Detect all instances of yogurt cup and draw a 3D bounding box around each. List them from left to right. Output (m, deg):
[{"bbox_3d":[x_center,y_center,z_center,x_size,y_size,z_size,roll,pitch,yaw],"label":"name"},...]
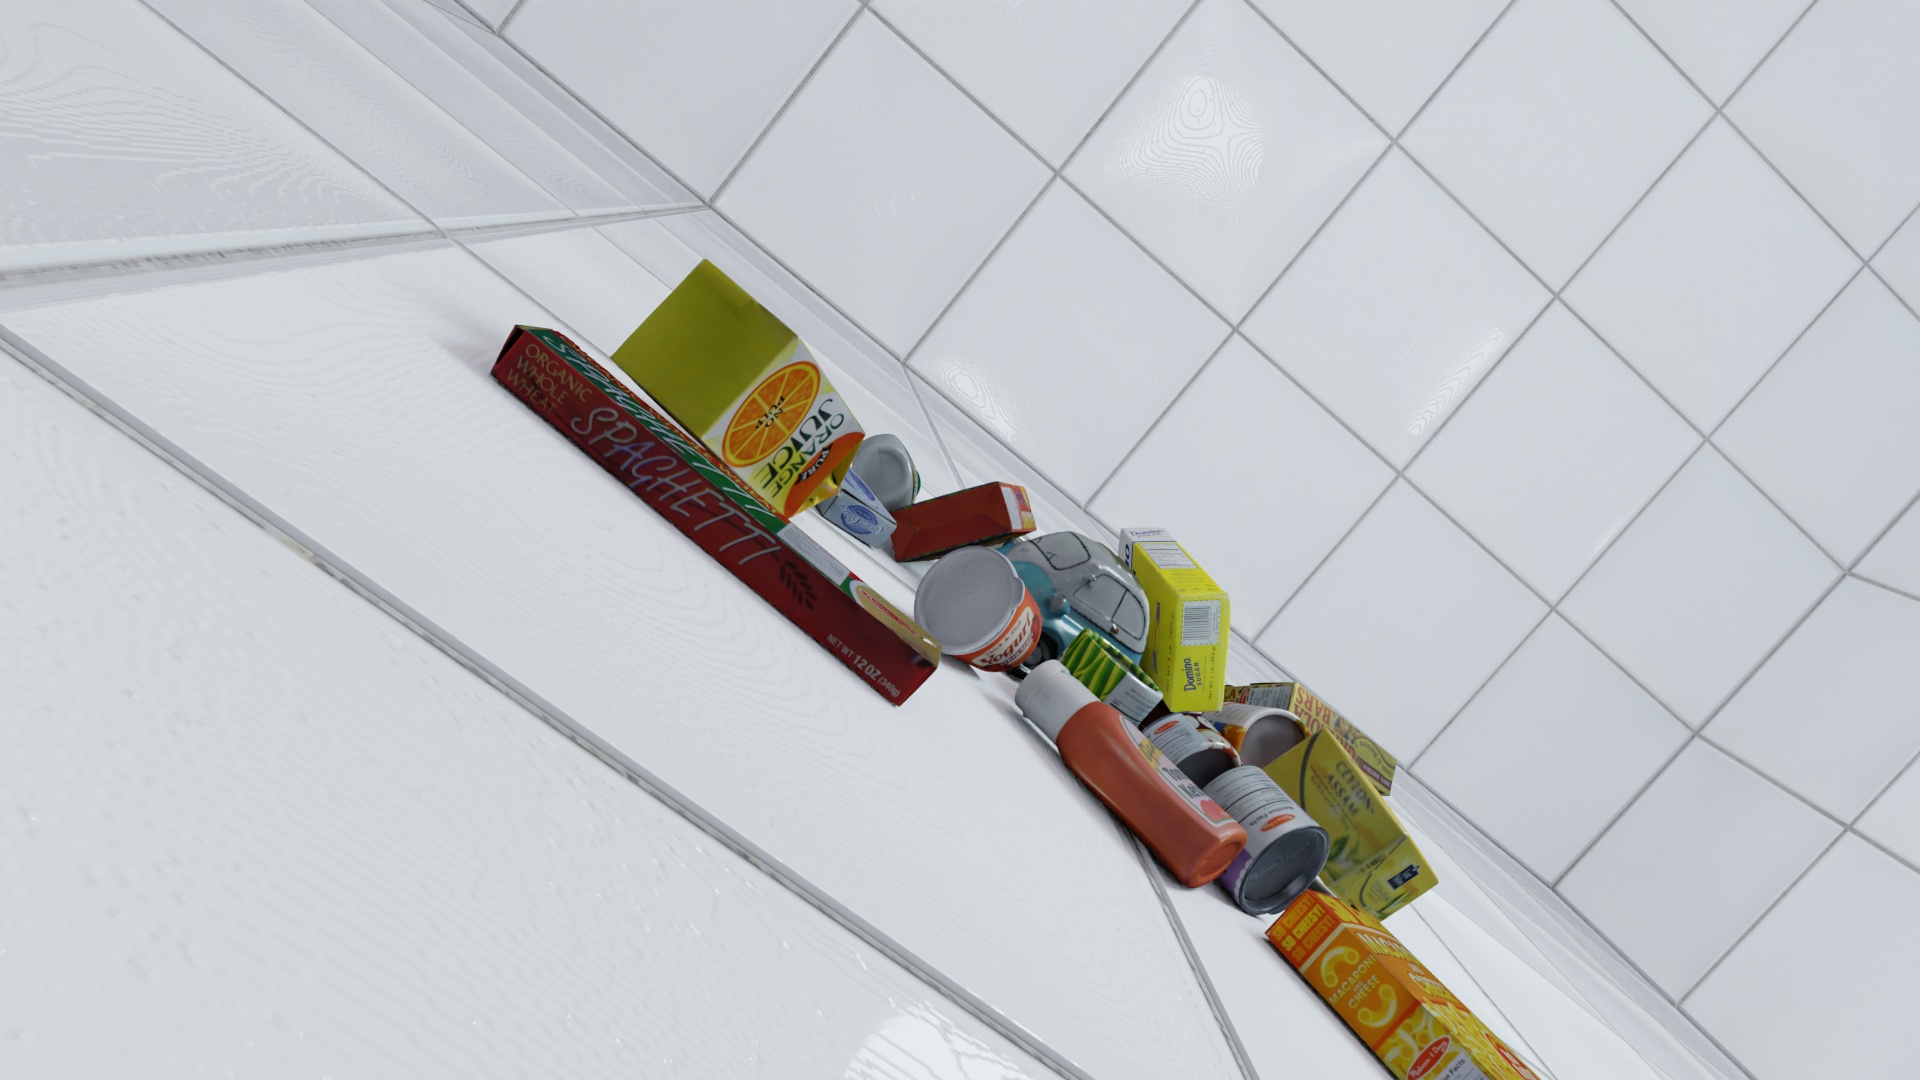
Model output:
[{"bbox_3d":[0.013,0.044,0.824,0.072,0.072,0.054,45,1,38],"label":"yogurt cup"}]

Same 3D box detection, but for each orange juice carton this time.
[{"bbox_3d":[-0.113,-0.073,0.780,0.072,0.073,0.192,41,-5,17],"label":"orange juice carton"}]

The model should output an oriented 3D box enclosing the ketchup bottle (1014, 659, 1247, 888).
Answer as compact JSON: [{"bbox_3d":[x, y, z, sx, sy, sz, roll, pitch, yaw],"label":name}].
[{"bbox_3d":[0.091,0.128,0.781,0.149,0.043,0.064,43,8,28],"label":"ketchup bottle"}]

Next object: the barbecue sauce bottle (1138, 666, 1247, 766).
[{"bbox_3d":[0.164,0.145,1.041,0.064,0.043,0.149,44,4,-30],"label":"barbecue sauce bottle"}]

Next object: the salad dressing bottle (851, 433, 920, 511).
[{"bbox_3d":[-0.054,-0.049,1.088,0.147,0.044,0.064,6,72,-88],"label":"salad dressing bottle"}]

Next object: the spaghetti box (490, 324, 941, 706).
[{"bbox_3d":[-0.113,-0.014,0.663,0.250,0.028,0.050,39,7,-3],"label":"spaghetti box"}]

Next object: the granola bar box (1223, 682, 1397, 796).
[{"bbox_3d":[0.296,0.181,1.260,0.165,0.039,0.124,35,-28,-32],"label":"granola bar box"}]

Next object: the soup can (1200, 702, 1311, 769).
[{"bbox_3d":[0.224,0.163,1.071,0.071,0.071,0.083,39,-12,-9],"label":"soup can"}]

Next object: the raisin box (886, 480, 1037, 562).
[{"bbox_3d":[0.004,-0.013,1.010,0.123,0.086,0.040,-3,77,-79],"label":"raisin box"}]

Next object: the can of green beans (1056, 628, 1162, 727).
[{"bbox_3d":[0.084,0.097,0.872,0.071,0.057,0.071,39,7,-5],"label":"can of green beans"}]

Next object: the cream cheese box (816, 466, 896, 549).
[{"bbox_3d":[-0.085,-0.036,0.961,0.053,0.024,0.104,34,9,-35],"label":"cream cheese box"}]

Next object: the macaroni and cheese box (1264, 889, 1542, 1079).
[{"bbox_3d":[0.259,0.271,0.768,0.167,0.040,0.123,46,8,38],"label":"macaroni and cheese box"}]

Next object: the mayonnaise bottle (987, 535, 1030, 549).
[{"bbox_3d":[0.039,0.018,1.124,0.148,0.064,0.041,32,6,-24],"label":"mayonnaise bottle"}]

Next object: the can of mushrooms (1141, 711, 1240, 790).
[{"bbox_3d":[0.134,0.140,0.836,0.071,0.071,0.033,34,9,-39],"label":"can of mushrooms"}]

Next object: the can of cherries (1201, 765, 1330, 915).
[{"bbox_3d":[0.172,0.177,0.817,0.071,0.071,0.058,33,9,-43],"label":"can of cherries"}]
